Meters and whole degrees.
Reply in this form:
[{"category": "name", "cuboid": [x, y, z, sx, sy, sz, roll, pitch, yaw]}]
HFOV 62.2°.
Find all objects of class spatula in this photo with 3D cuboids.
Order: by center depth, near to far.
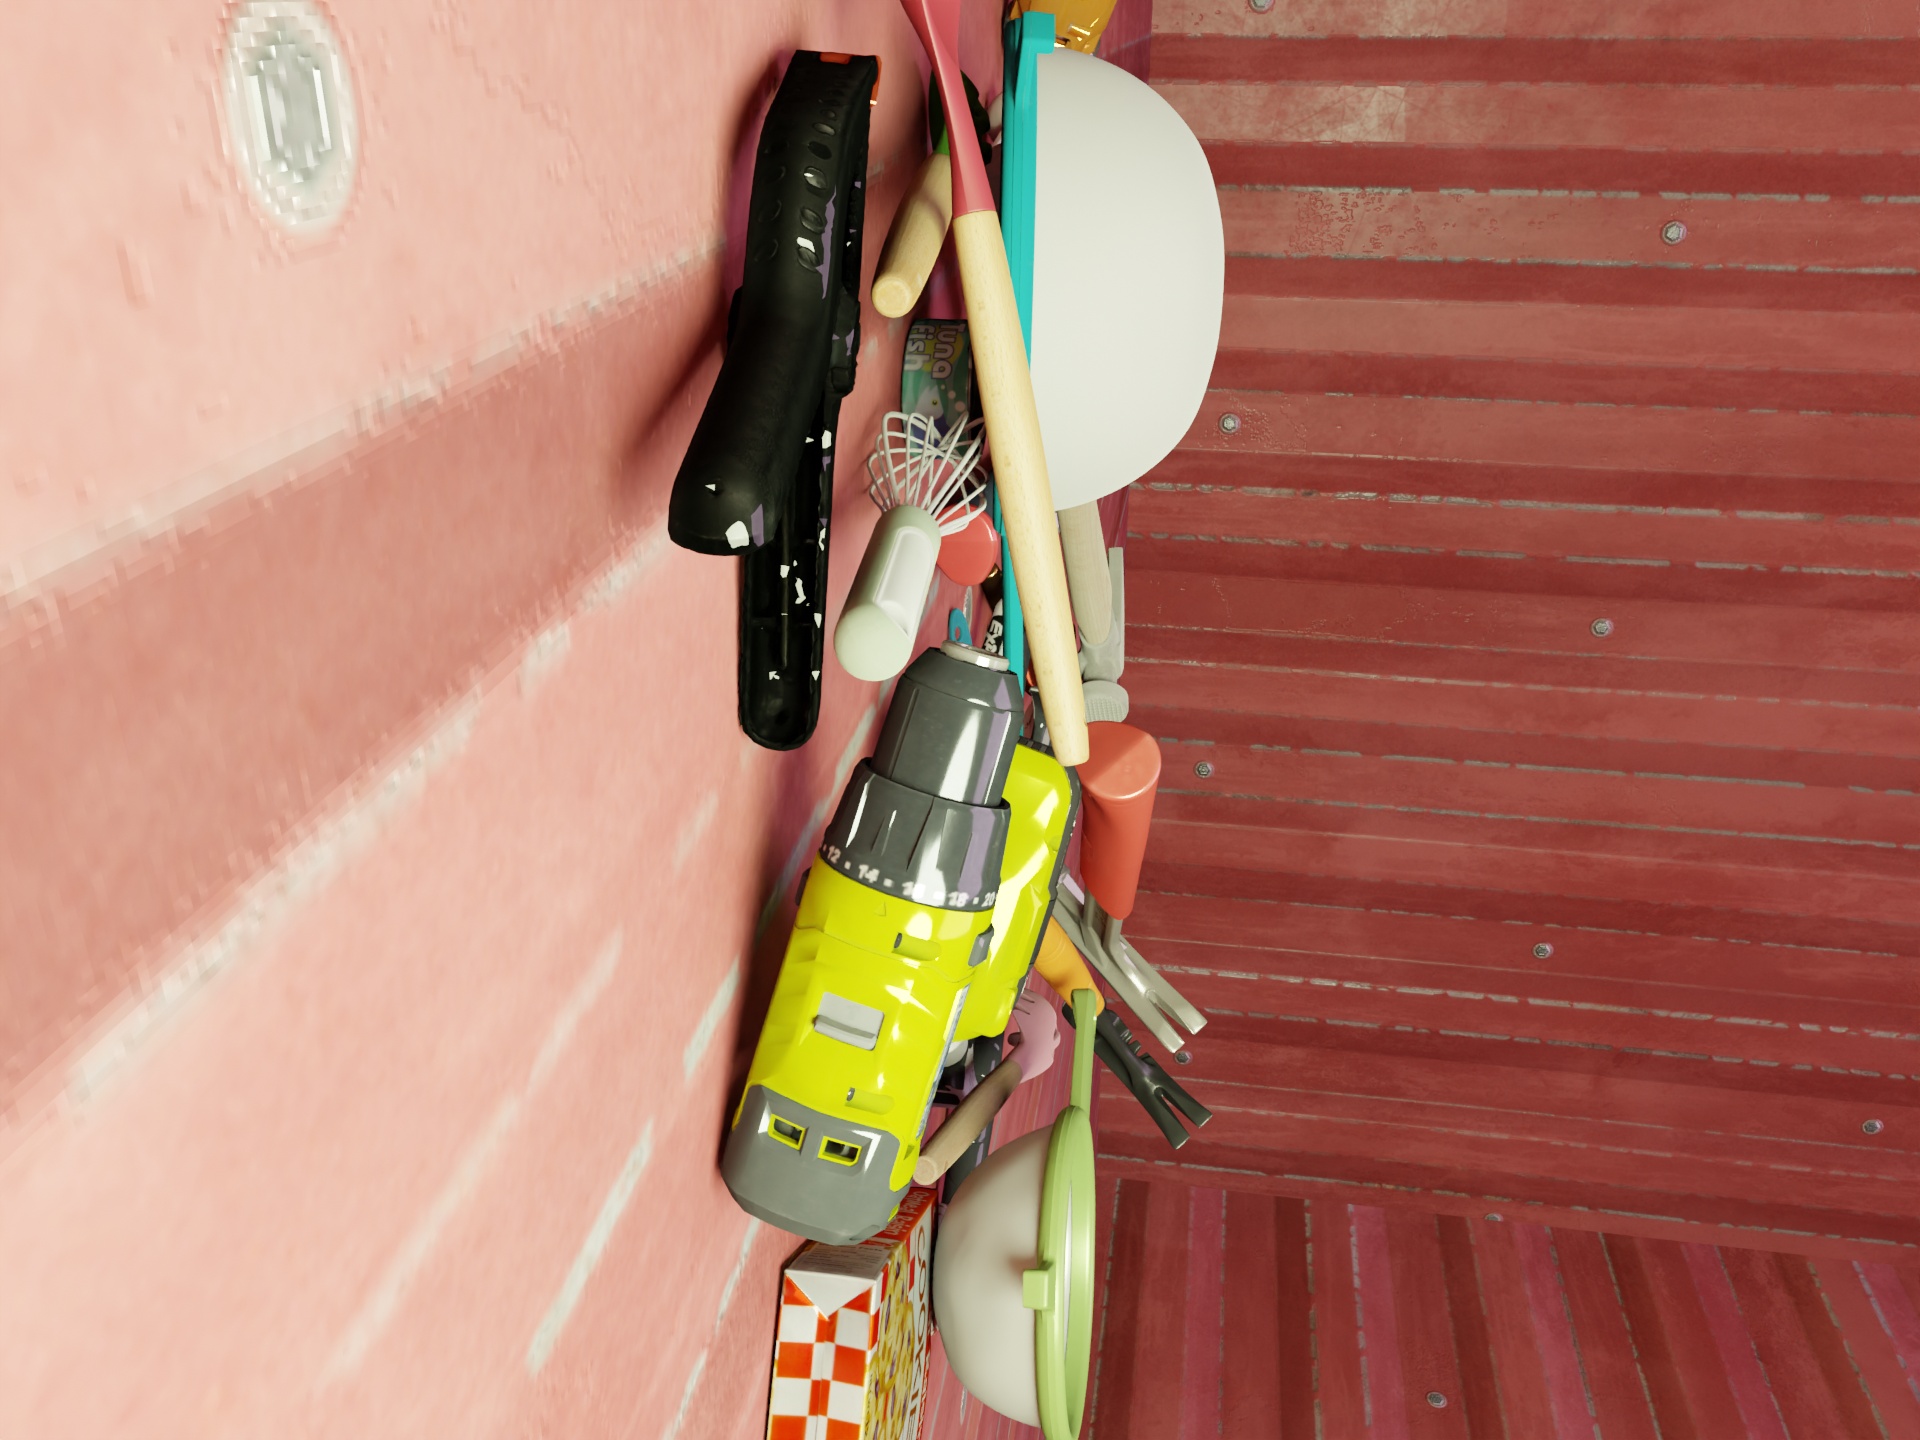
[{"category": "spatula", "cuboid": [0.049, -0.067, 1.145, 0.322, 0.041, 0.081, 49, 47, -77]}]

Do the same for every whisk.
[{"category": "whisk", "cuboid": [-0.018, -0.071, 0.587, 0.057, 0.059, 0.246, 48, 19, -16]}]

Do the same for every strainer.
[{"category": "strainer", "cuboid": [0.062, -0.122, 0.694, 0.211, 0.095, 0.340, -86, 176, -75]}, {"category": "strainer", "cuboid": [0.030, 0.225, 0.781, 0.257, 0.069, 0.151, -78, 165, -55]}]

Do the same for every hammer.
[{"category": "hammer", "cuboid": [0.085, 0.087, 0.849, 0.037, 0.149, 0.358, -40, 163, -11]}, {"category": "hammer", "cuboid": [0.062, -0.168, 0.948, 0.410, 0.038, 0.146, 72, 18, -54]}, {"category": "hammer", "cuboid": [0.071, 0.163, 0.956, 0.034, 0.127, 0.336, -41, 147, -5]}, {"category": "hammer", "cuboid": [0.031, -0.161, 0.984, 0.386, 0.038, 0.143, -59, 151, -72]}, {"category": "hammer", "cuboid": [0.014, 0.081, 0.998, 0.146, 0.035, 0.335, 80, 16, -55]}, {"category": "hammer", "cuboid": [0.027, 0.163, 1.073, 0.149, 0.036, 0.409, 102, -2, -64]}]

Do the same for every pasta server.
[{"category": "pasta server", "cuboid": [0.013, 0.195, 0.852, 0.316, 0.040, 0.060, -5, 98, -77]}]

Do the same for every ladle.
[{"category": "ladle", "cuboid": [0.011, -0.139, 0.522, 0.069, 0.031, 0.315, -35, 116, -74]}]

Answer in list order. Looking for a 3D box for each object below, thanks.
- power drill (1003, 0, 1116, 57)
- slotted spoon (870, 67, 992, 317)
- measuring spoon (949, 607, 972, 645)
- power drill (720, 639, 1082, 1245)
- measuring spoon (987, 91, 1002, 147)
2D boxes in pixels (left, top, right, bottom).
[{"category": "power drill", "cuboid": [0.091, -0.516, 0.941, 0.185, 0.084, 0.226, 118, -12, -51]}, {"category": "slotted spoon", "cuboid": [-0.009, -0.201, 0.605, 0.314, 0.031, 0.070, -82, 168, -60]}, {"category": "measuring spoon", "cuboid": [-0.001, -0.003, 0.928, 0.042, 0.021, 0.128, -29, 116, -53]}, {"category": "power drill", "cuboid": [-0.010, 0.062, 0.588, 0.228, 0.080, 0.190, -24, 132, -80]}, {"category": "measuring spoon", "cuboid": [0.012, -0.310, 0.881, 0.034, 0.018, 0.124, 85, 19, -49]}]
